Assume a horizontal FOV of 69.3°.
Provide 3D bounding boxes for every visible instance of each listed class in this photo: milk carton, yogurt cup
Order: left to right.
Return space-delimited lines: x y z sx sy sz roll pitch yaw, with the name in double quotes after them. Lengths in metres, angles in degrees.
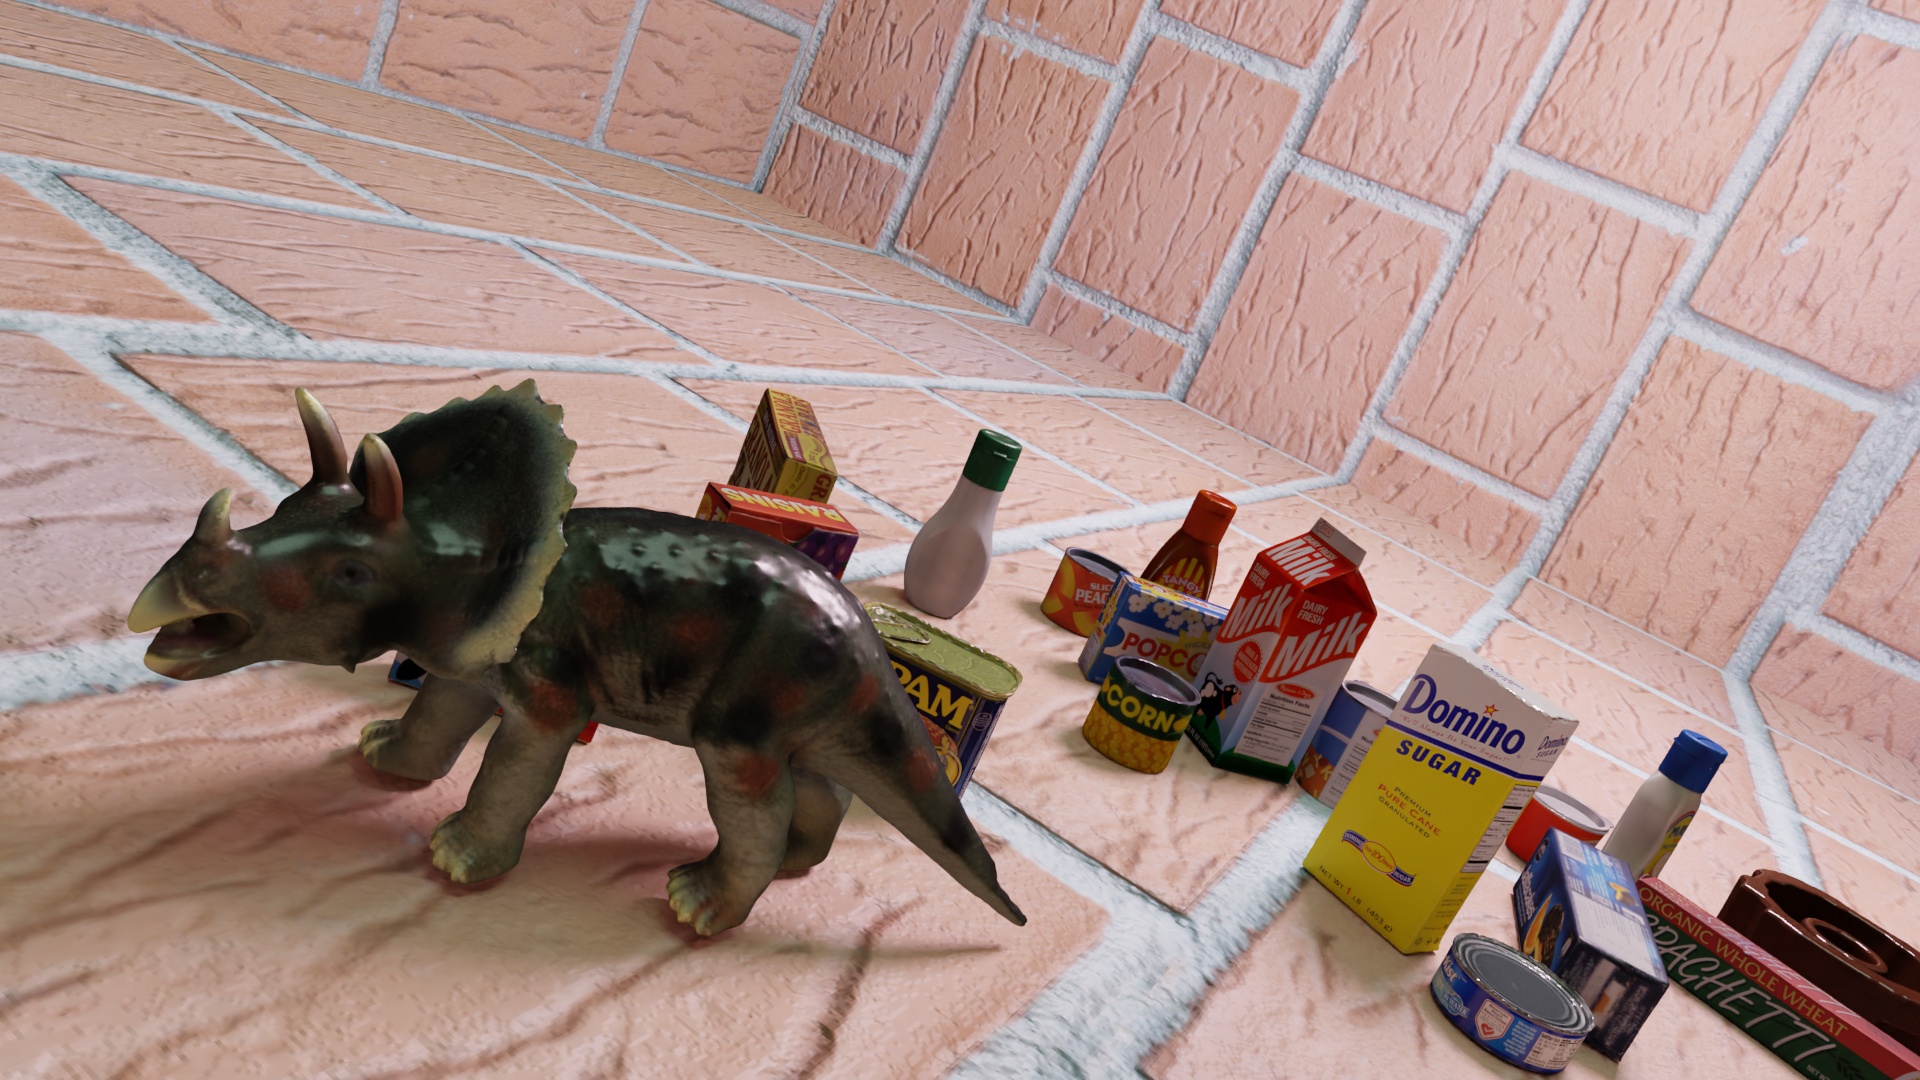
0.243 0.079 1.040 0.073 0.190 0.072 17 16 -23 "milk carton"
0.476 0.235 1.116 0.072 0.053 0.072 22 15 -6 "yogurt cup"

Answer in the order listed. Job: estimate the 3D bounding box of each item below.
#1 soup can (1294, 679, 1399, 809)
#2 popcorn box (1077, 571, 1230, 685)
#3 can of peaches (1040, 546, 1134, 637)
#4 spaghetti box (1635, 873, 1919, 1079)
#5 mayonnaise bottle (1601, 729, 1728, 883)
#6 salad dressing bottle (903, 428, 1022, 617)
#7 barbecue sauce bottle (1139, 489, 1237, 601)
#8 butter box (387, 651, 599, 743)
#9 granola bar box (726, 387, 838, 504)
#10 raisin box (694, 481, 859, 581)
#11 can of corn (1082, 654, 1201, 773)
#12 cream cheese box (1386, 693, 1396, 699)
0.303 0.158 1.063 0.071 0.083 0.071 22 15 -6 "soup can"
0.168 0.086 1.106 0.127 0.085 0.038 19 16 -16 "popcorn box"
0.111 0.047 1.202 0.071 0.058 0.071 22 15 -6 "can of peaches"
0.569 0.326 0.955 0.029 0.050 0.251 9 21 -43 "spaghetti box"
0.547 0.220 1.091 0.065 0.147 0.041 9 21 -43 "mayonnaise bottle"
0.004 -0.014 1.080 0.064 0.147 0.044 21 15 -11 "salad dressing bottle"
0.193 0.029 1.212 0.065 0.148 0.044 22 15 -5 "barbecue sauce bottle"
-0.223 0.059 0.689 0.103 0.053 0.024 20 15 -11 "butter box"
-0.133 -0.023 0.958 0.039 0.124 0.166 18 16 -19 "granola bar box"
-0.121 0.035 0.786 0.086 0.123 0.040 12 19 -37 "raisin box"
0.125 0.122 0.973 0.071 0.058 0.071 22 15 -6 "can of corn"
0.330 0.155 1.169 0.104 0.053 0.024 8 22 -44 "cream cheese box"
